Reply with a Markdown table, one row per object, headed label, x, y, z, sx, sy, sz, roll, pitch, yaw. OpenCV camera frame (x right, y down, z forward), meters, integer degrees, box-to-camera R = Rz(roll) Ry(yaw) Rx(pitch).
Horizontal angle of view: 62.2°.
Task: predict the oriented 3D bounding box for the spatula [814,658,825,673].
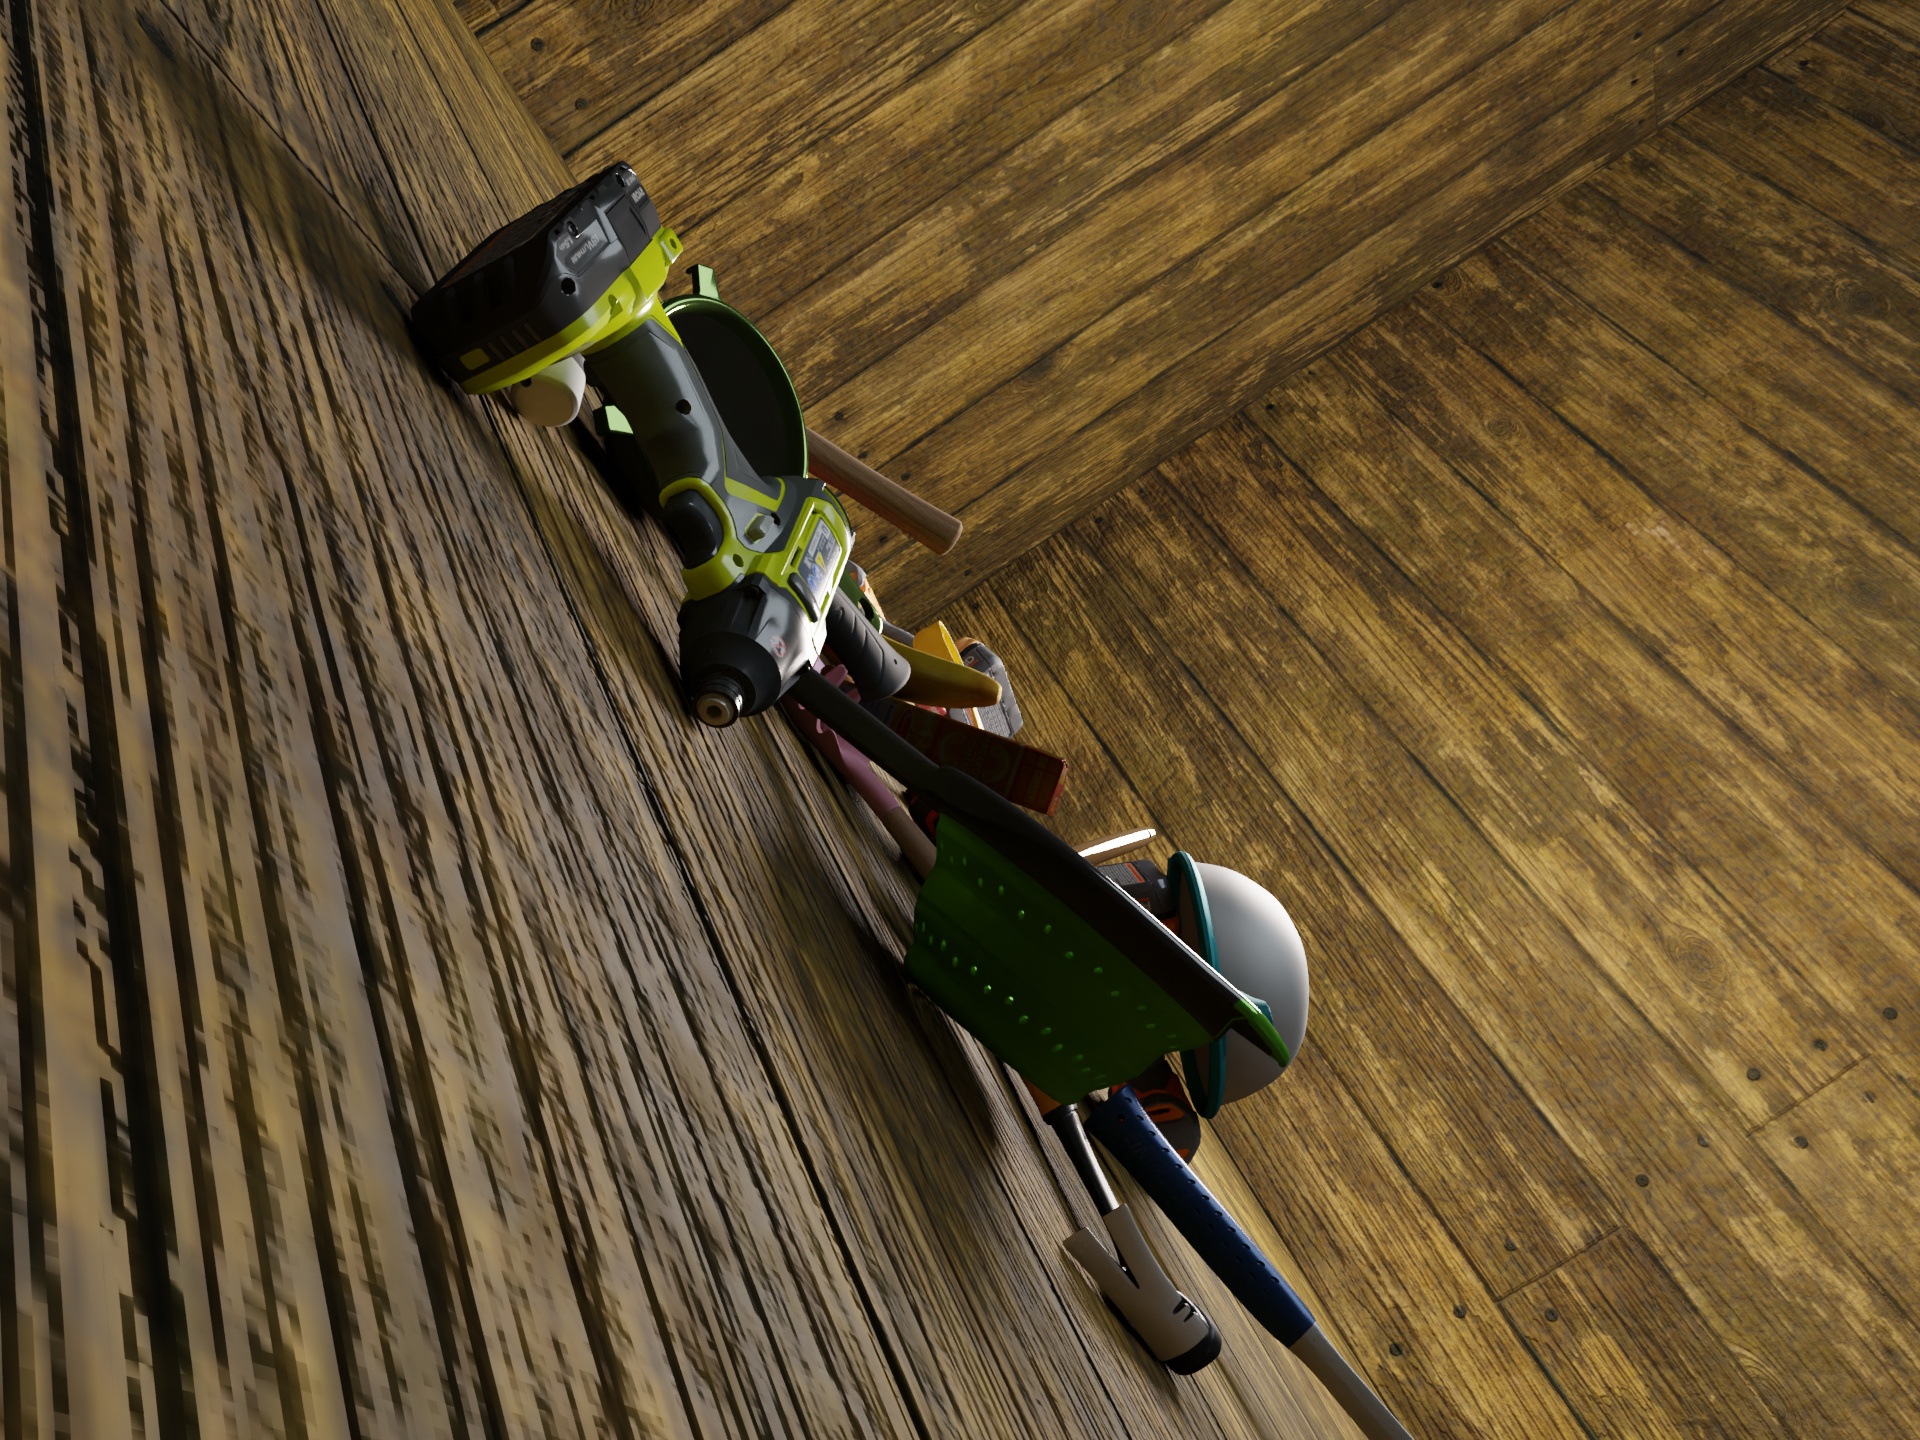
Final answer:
| label | x | y | z | sx | sy | sz | roll | pitch | yaw |
| --- | --- | --- | --- | --- | --- | --- | --- | --- | --- |
| spatula | -0.141 | -0.081 | 1.167 | 0.060 | 0.018 | 0.315 | 62 | 3 | 34 |

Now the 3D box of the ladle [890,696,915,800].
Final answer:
| label | x | y | z | sx | sy | sz | roll | pitch | yaw |
| --- | --- | --- | --- | --- | --- | --- | --- | --- | --- |
| ladle | -0.027 | 0.029 | 1.274 | 0.315 | 0.069 | 0.031 | 71 | 23 | -70 |

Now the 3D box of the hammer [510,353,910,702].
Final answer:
| label | x | y | z | sx | sy | sz | roll | pitch | yaw |
| --- | --- | --- | --- | --- | --- | --- | --- | --- | --- |
| hammer | -0.121 | -0.120 | 0.885 | 0.334 | 0.035 | 0.146 | 50 | 31 | -43 |

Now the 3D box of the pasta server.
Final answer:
| label | x | y | z | sx | sy | sz | roll | pitch | yaw |
| --- | --- | --- | --- | --- | --- | --- | --- | --- | --- |
| pasta server | -0.020 | 0.069 | 0.924 | 0.316 | 0.040 | 0.060 | 50 | 14 | 29 |

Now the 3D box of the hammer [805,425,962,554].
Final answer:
| label | x | y | z | sx | sy | sz | roll | pitch | yaw |
| --- | --- | --- | --- | --- | --- | --- | --- | --- | --- |
| hammer | -0.144 | -0.208 | 1.073 | 0.331 | 0.031 | 0.130 | 31 | 4 | -11 |

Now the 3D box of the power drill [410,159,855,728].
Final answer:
| label | x | y | z | sx | sy | sz | roll | pitch | yaw |
| --- | --- | --- | --- | --- | --- | --- | --- | --- | --- |
| power drill | -0.132 | -0.116 | 0.706 | 0.223 | 0.080 | 0.171 | 58 | 25 | -28 |

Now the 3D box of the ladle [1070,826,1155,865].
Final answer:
| label | x | y | z | sx | sy | sz | roll | pitch | yaw |
| --- | --- | --- | --- | --- | --- | --- | --- | --- | --- |
| ladle | 0.082 | 0.091 | 1.065 | 0.320 | 0.062 | 0.078 | -6 | 78 | -64 |

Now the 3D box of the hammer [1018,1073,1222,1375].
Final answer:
| label | x | y | z | sx | sy | sz | roll | pitch | yaw |
| --- | --- | --- | --- | --- | --- | --- | --- | --- | --- |
| hammer | 0.043 | 0.197 | 0.887 | 0.127 | 0.034 | 0.337 | 57 | 1 | -35 |

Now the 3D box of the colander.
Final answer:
| label | x | y | z | sx | sy | sz | roll | pitch | yaw |
| --- | --- | --- | --- | --- | --- | --- | --- | --- | --- |
| colander | -0.017 | 0.079 | 0.825 | 0.397 | 0.094 | 0.204 | 37 | -7 | 29 |

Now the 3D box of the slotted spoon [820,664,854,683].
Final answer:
| label | x | y | z | sx | sy | sz | roll | pitch | yaw |
| --- | --- | --- | --- | --- | --- | --- | --- | --- | --- |
| slotted spoon | -0.082 | -0.028 | 1.296 | 0.070 | 0.031 | 0.313 | 53 | 2 | 4 |

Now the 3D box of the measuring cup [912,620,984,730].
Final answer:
| label | x | y | z | sx | sy | sz | roll | pitch | yaw |
| --- | --- | --- | --- | --- | --- | --- | --- | --- | --- |
| measuring cup | -0.002 | -0.004 | 1.211 | 0.062 | 0.029 | 0.157 | 52 | 18 | -64 |

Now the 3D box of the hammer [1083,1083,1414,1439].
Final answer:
| label | x | y | z | sx | sy | sz | roll | pitch | yaw |
| --- | --- | --- | --- | --- | --- | --- | --- | --- | --- |
| hammer | 0.224 | 0.410 | 1.028 | 0.406 | 0.144 | 0.035 | 48 | -3 | 18 |

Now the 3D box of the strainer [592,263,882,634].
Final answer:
| label | x | y | z | sx | sy | sz | roll | pitch | yaw |
| --- | --- | --- | --- | --- | --- | --- | --- | --- | --- |
| strainer | -0.137 | -0.137 | 0.975 | 0.256 | 0.069 | 0.152 | 54 | 42 | -36 |

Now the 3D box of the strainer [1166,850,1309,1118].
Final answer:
| label | x | y | z | sx | sy | sz | roll | pitch | yaw |
| --- | --- | --- | --- | --- | --- | --- | --- | --- | --- |
| strainer | 0.226 | 0.203 | 1.204 | 0.340 | 0.095 | 0.211 | 119 | -34 | -87 |

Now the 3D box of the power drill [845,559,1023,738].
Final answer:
| label | x | y | z | sx | sy | sz | roll | pitch | yaw |
| --- | --- | --- | --- | --- | --- | --- | --- | --- | --- |
| power drill | -0.046 | -0.042 | 1.510 | 0.226 | 0.084 | 0.185 | 35 | -20 | 34 |

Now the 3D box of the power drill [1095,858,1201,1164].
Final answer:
| label | x | y | z | sx | sy | sz | roll | pitch | yaw |
| --- | --- | --- | --- | --- | --- | --- | --- | --- | --- |
| power drill | 0.141 | 0.233 | 1.297 | 0.164 | 0.084 | 0.226 | -107 | -172 | -86 |

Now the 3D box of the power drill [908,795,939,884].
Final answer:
| label | x | y | z | sx | sy | sz | roll | pitch | yaw |
| --- | --- | --- | --- | --- | --- | --- | --- | --- | --- |
| power drill | 0.034 | 0.134 | 1.192 | 0.188 | 0.080 | 0.227 | 57 | -1 | -5 |
